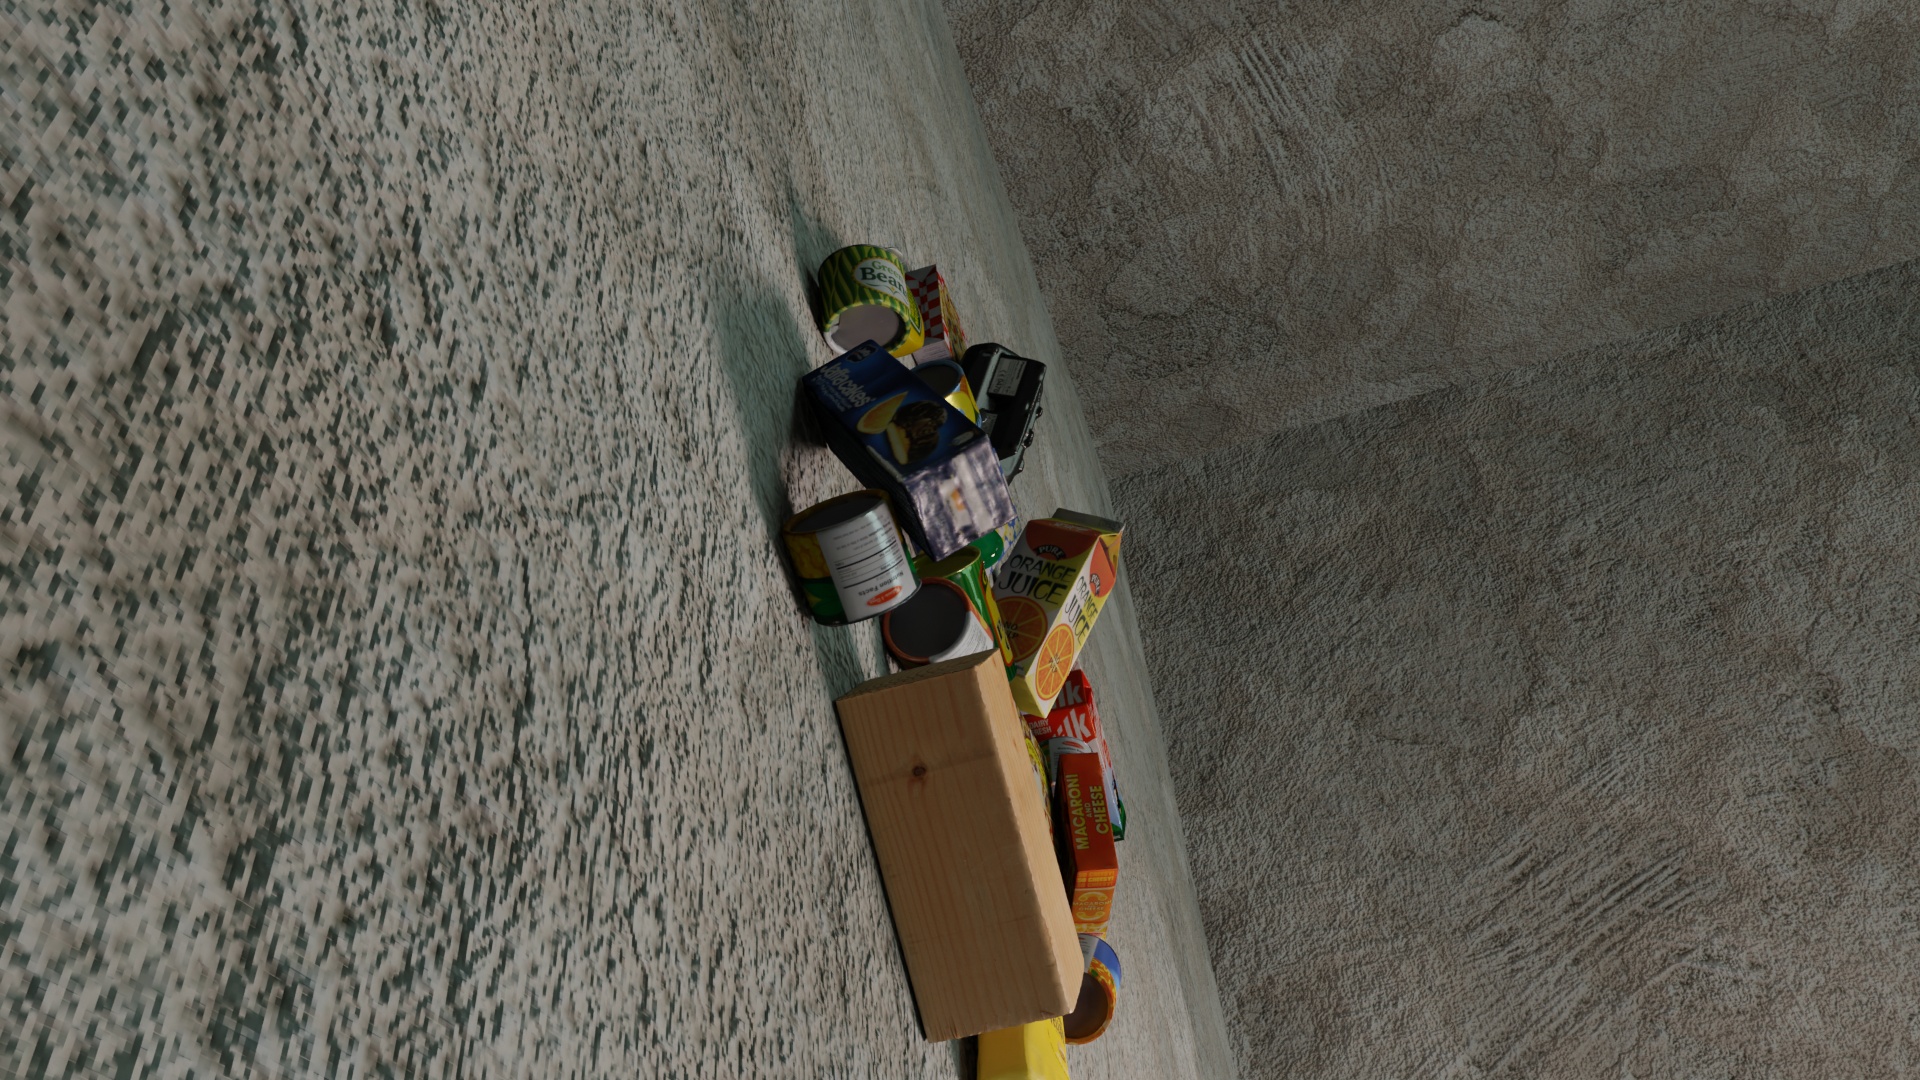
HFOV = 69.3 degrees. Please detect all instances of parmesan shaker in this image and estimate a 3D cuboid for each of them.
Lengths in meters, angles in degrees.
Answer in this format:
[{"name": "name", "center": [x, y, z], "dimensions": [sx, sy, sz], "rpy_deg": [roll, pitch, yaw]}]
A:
[{"name": "parmesan shaker", "center": [-0.003, 0.063, 1.061], "dimensions": [0.071, 0.071, 0.102], "rpy_deg": [-78, 151, -70]}]

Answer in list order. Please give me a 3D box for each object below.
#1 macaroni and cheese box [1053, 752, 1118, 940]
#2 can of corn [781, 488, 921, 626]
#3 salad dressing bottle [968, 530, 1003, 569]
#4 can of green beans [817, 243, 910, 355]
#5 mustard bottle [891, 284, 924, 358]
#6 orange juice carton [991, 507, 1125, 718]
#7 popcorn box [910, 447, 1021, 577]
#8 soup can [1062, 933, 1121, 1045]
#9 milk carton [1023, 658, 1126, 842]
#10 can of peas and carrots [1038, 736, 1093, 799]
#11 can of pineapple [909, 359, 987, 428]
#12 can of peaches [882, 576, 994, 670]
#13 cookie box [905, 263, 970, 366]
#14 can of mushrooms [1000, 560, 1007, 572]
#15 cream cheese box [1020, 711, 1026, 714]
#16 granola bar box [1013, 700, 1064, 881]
[{"name": "macaroni and cheese box", "center": [0.108, 0.291, 1.259], "dimensions": [0.165, 0.040, 0.124], "rpy_deg": [91, -5, -45]}, {"name": "can of corn", "center": [-0.064, 0.009, 0.803], "dimensions": [0.071, 0.071, 0.058], "rpy_deg": [-78, 151, -70]}, {"name": "salad dressing bottle", "center": [-0.017, -0.028, 1.067], "dimensions": [0.147, 0.064, 0.044], "rpy_deg": [47, 35, -44]}, {"name": "can of green beans", "center": [-0.072, -0.177, 1.038], "dimensions": [0.071, 0.071, 0.058], "rpy_deg": [61, 17, -55]}, {"name": "mustard bottle", "center": [-0.070, -0.197, 1.129], "dimensions": [0.160, 0.049, 0.065], "rpy_deg": [38, 36, -74]}, {"name": "orange juice carton", "center": [0.077, 0.052, 1.231], "dimensions": [0.193, 0.072, 0.072], "rpy_deg": [-60, 147, -26]}, {"name": "popcorn box", "center": [0.004, -0.015, 1.181], "dimensions": [0.127, 0.038, 0.085], "rpy_deg": [-52, 129, -53]}, {"name": "soup can", "center": [0.097, 0.369, 1.138], "dimensions": [0.084, 0.071, 0.071], "rpy_deg": [-4, 79, -80]}, {"name": "milk carton", "center": [0.115, 0.220, 1.450], "dimensions": [0.073, 0.072, 0.190], "rpy_deg": [-42, 116, -79]}, {"name": "can of peas and carrots", "center": [0.101, 0.238, 1.370], "dimensions": [0.059, 0.071, 0.070], "rpy_deg": [-92, 164, -52]}, {"name": "can of pineapple", "center": [-0.019, -0.121, 1.240], "dimensions": [0.071, 0.071, 0.057], "rpy_deg": [-94, 166, -48]}, {"name": "can of peaches", "center": [-0.018, 0.065, 0.978], "dimensions": [0.058, 0.071, 0.071], "rpy_deg": [58, 19, -58]}, {"name": "cookie box", "center": [-0.012, -0.188, 1.464], "dimensions": [0.166, 0.040, 0.123], "rpy_deg": [64, 14, -48]}, {"name": "can of mushrooms", "center": [0.073, 0.052, 1.498], "dimensions": [0.033, 0.071, 0.071], "rpy_deg": [44, 32, -72]}, {"name": "cream cheese box", "center": [0.046, 0.111, 1.289], "dimensions": [0.024, 0.053, 0.104], "rpy_deg": [0, 75, -78]}, {"name": "granola bar box", "center": [0.044, 0.204, 1.175], "dimensions": [0.165, 0.039, 0.125], "rpy_deg": [62, 16, -50]}]
